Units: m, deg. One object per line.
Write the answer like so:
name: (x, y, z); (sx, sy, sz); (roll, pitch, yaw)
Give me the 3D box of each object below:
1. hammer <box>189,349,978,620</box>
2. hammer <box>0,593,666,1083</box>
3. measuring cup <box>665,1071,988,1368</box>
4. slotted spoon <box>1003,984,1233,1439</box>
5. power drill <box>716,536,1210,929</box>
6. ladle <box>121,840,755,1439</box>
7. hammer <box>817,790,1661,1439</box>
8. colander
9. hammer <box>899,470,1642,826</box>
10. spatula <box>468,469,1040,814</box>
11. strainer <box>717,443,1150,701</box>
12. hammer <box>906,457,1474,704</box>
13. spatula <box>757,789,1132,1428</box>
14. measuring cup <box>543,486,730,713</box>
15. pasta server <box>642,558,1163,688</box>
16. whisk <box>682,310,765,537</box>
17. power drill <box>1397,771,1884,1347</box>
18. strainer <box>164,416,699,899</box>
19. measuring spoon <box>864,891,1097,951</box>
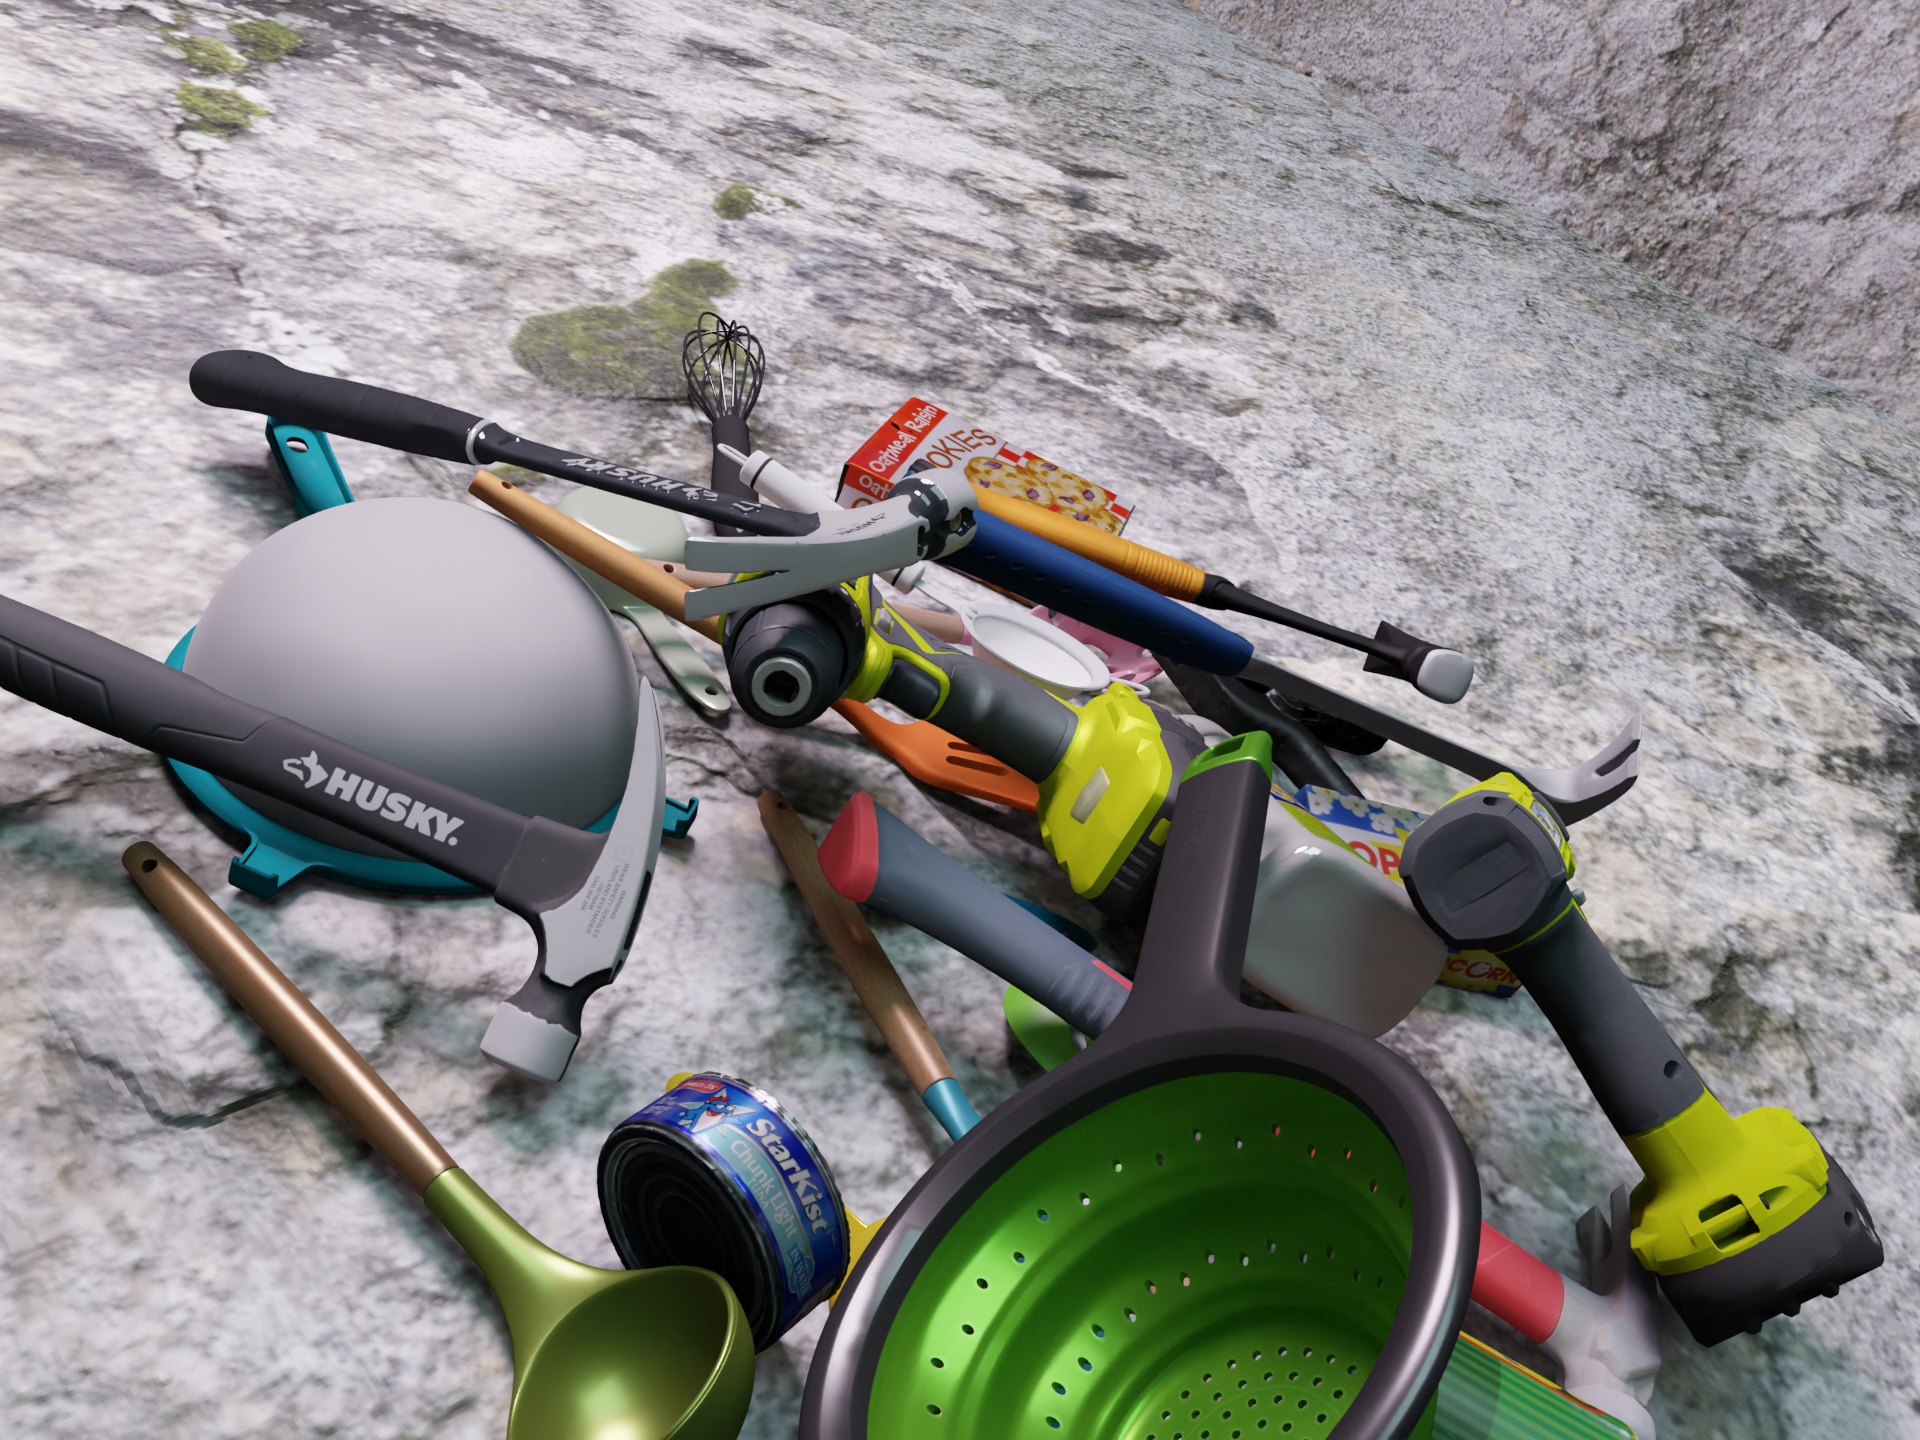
hammer: (-0.201, -0.117, 0.700); (0.409, 0.036, 0.149); (17, 26, 28)
hammer: (-0.268, 0.000, 0.583); (0.335, 0.035, 0.146); (23, 78, 1)
measuring cup: (-0.053, 0.168, 0.552); (0.157, 0.029, 0.062); (34, 72, 27)
slotted spoon: (0.081, 0.209, 0.595); (0.070, 0.031, 0.314); (11, 37, -27)
power drill: (-0.001, -0.002, 0.693); (0.228, 0.080, 0.191); (29, 14, -11)
ladle: (-0.189, 0.129, 0.519); (0.320, 0.062, 0.078); (36, 61, 23)
hammer: (0.114, 0.142, 0.650); (0.386, 0.038, 0.143); (34, 32, 2)
colander: (0.084, 0.142, 0.513); (0.094, 0.204, 0.397); (56, 31, -21)
hammer: (0.152, -0.029, 0.794); (0.405, 0.144, 0.035); (22, 64, -15)
spatula: (-0.090, -0.040, 0.784); (0.322, 0.041, 0.081); (31, 30, -15)
strainer: (-0.021, -0.069, 0.828); (0.258, 0.050, 0.087); (35, 22, 2)
hammer: (0.125, -0.084, 0.928); (0.336, 0.034, 0.127); (18, 9, -9)
spatula: (-0.024, 0.137, 0.636); (0.082, 0.044, 0.318); (-2, 37, -31)
measuring cup: (-0.156, -0.067, 0.816); (0.083, 0.038, 0.168); (-8, 43, -38)
pasta server: (-0.021, -0.058, 0.862); (0.316, 0.040, 0.060); (9, 52, -30)
whisk: (-0.142, -0.179, 0.973); (0.055, 0.055, 0.239); (9, 41, -20)
power drill: (0.272, 0.125, 0.664); (0.223, 0.080, 0.171); (58, 20, 11)
strainer: (-0.257, -0.074, 0.717); (0.211, 0.095, 0.341); (-6, 45, -36)
measuring spoon: (0.004, 0.089, 0.727); (0.128, 0.021, 0.042); (22, 30, -19)
